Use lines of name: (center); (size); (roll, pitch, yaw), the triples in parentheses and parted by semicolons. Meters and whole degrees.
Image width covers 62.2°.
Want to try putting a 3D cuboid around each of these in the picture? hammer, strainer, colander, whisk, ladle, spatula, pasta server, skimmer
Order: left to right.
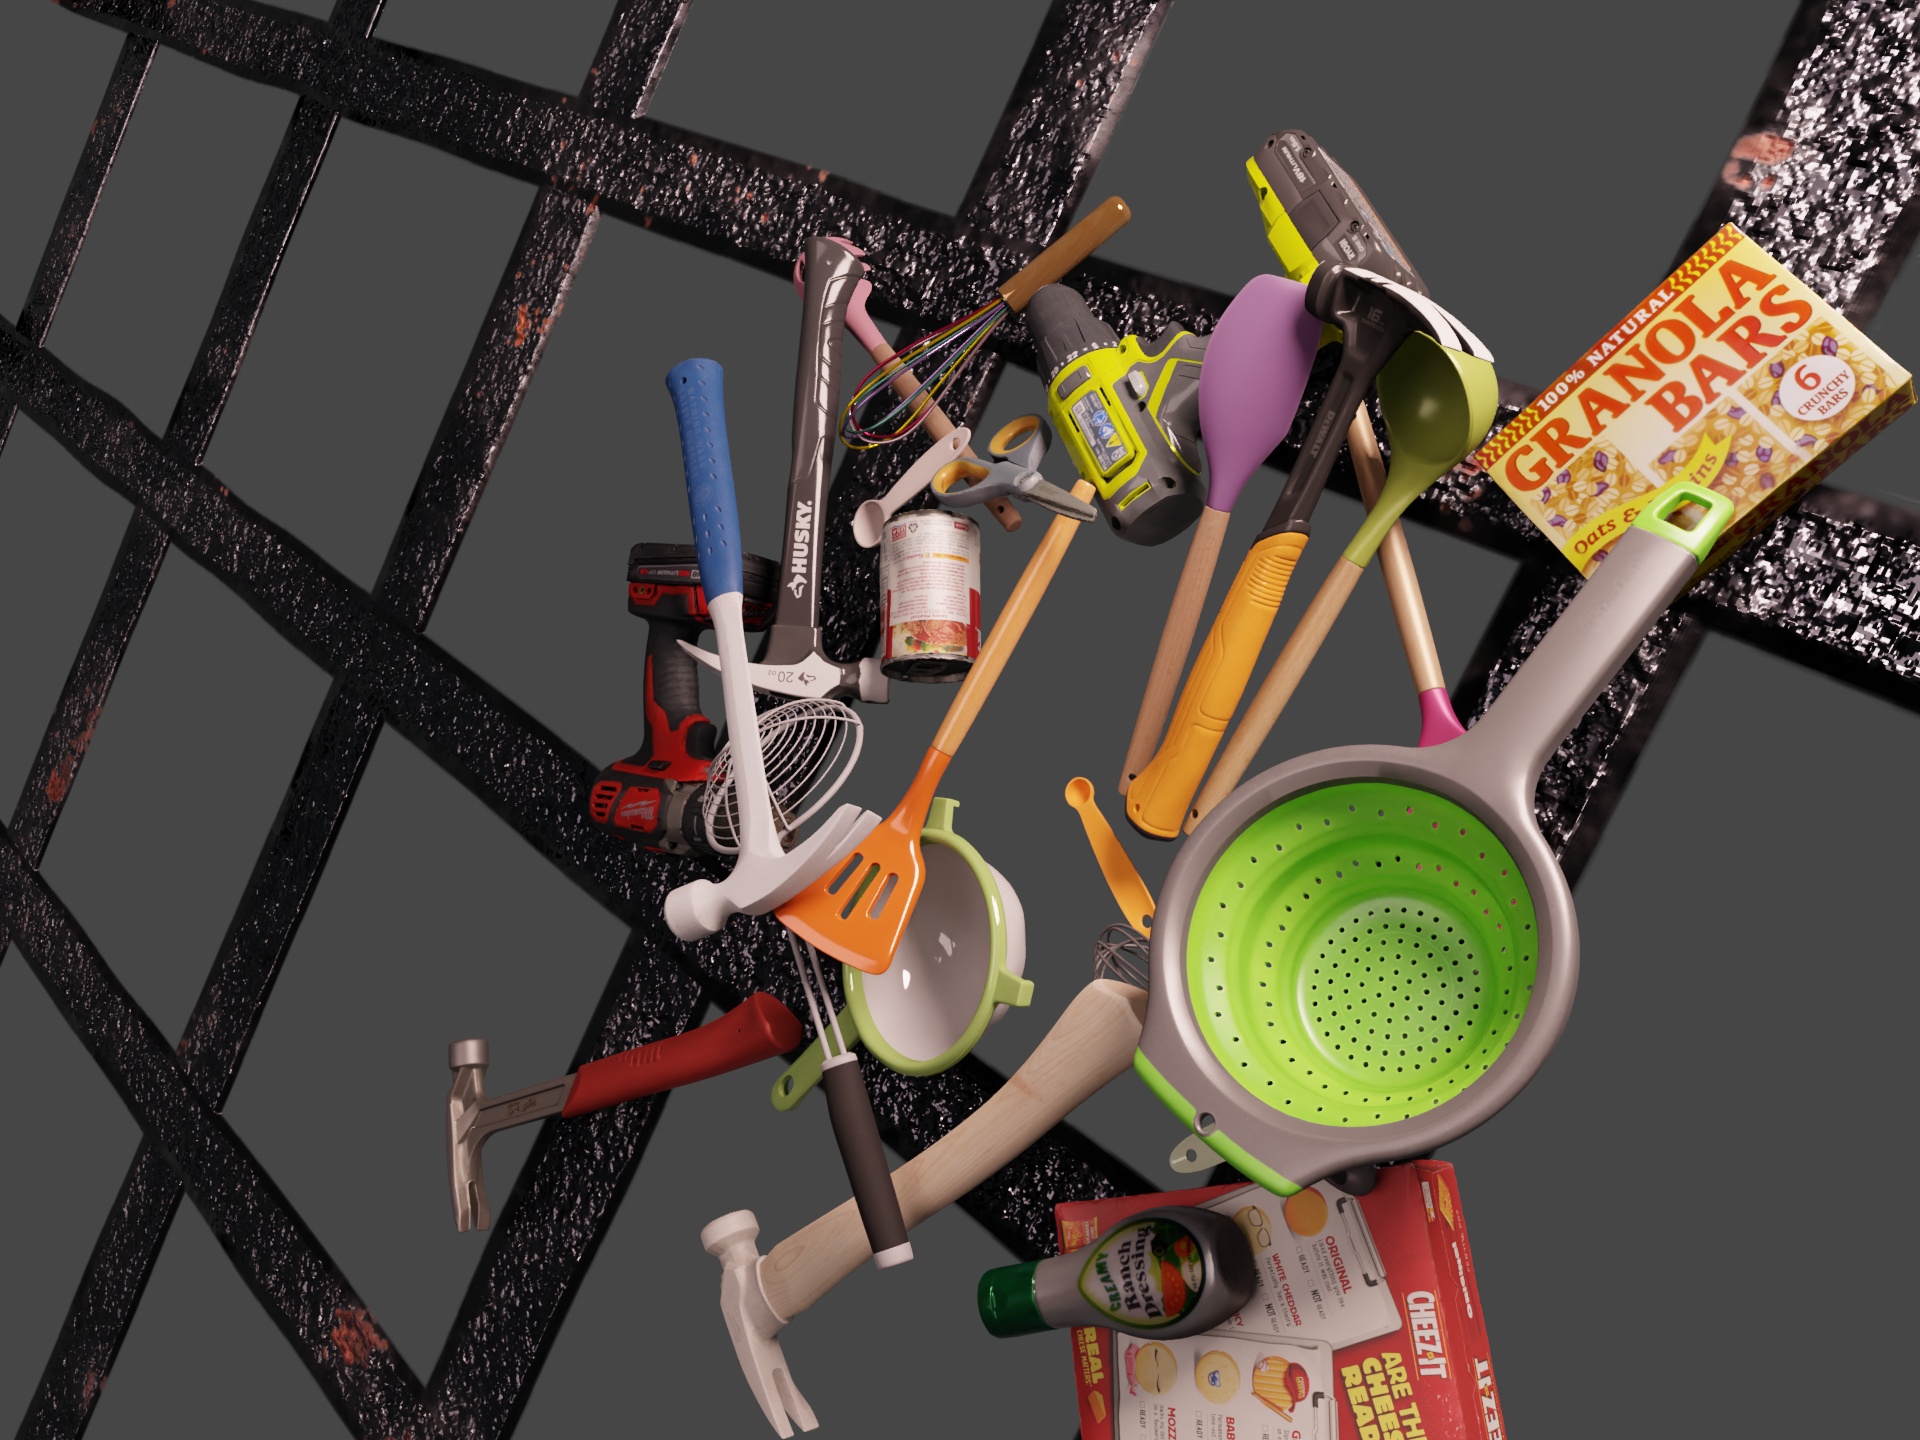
hammer: (-0.260, 0.277, 1.179); (0.359, 0.036, 0.149); (-22, 68, 32)
hammer: (-0.145, -0.070, 1.023); (0.144, 0.035, 0.406); (-25, 60, 24)
hammer: (-0.110, -0.178, 1.111); (0.146, 0.035, 0.335); (4, 80, 0)
skimmer: (-0.078, 0.154, 1.000); (0.127, 0.090, 0.363); (-26, 71, 22)
pasta server: (-0.040, -0.245, 1.141); (0.060, 0.040, 0.316); (-45, 61, 20)
strainer: (-0.033, 0.180, 1.021); (0.256, 0.069, 0.152); (-49, 48, 32)
hammer: (-0.018, 0.289, 0.959); (0.410, 0.038, 0.146); (-44, 59, 32)
spatula: (-0.002, -0.003, 0.960); (0.081, 0.041, 0.322); (29, 91, 15)
whisk: (0.015, -0.266, 1.071); (0.245, 0.047, 0.051); (-39, 27, 6)
spatula: (0.140, -0.100, 0.928); (0.060, 0.018, 0.315); (18, 109, 10)
whisk: (0.141, 0.181, 0.862); (0.239, 0.055, 0.055); (40, 104, 53)
hammer: (0.171, -0.075, 0.874); (0.127, 0.034, 0.336); (55, 129, 53)
ladle: (0.198, -0.069, 0.888); (0.320, 0.062, 0.078); (-62, 39, 19)
colander: (0.255, 0.058, 0.791); (0.205, 0.094, 0.397); (38, 89, 37)

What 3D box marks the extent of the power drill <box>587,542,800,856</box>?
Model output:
power drill: (-0.181, -0.010, 1.162); (0.188, 0.080, 0.227); (7, 87, 37)

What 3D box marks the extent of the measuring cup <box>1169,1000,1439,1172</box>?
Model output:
measuring cup: (0.188, 0.210, 0.864); (0.167, 0.038, 0.083); (-34, 62, 28)

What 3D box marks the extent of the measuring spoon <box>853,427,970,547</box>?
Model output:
measuring spoon: (-0.031, -0.162, 1.109); (0.124, 0.018, 0.034); (-39, 61, 34)

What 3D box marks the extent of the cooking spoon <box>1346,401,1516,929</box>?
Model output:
cooking spoon: (0.255, -0.039, 0.880); (0.069, 0.017, 0.319); (-23, 68, 33)

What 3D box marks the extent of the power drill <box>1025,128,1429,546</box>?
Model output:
power drill: (0.147, -0.243, 0.970); (0.228, 0.080, 0.191); (-37, 62, 28)

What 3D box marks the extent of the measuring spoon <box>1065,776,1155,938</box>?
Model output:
measuring spoon: (0.096, 0.086, 0.977); (0.021, 0.011, 0.117); (-38, 64, 25)
